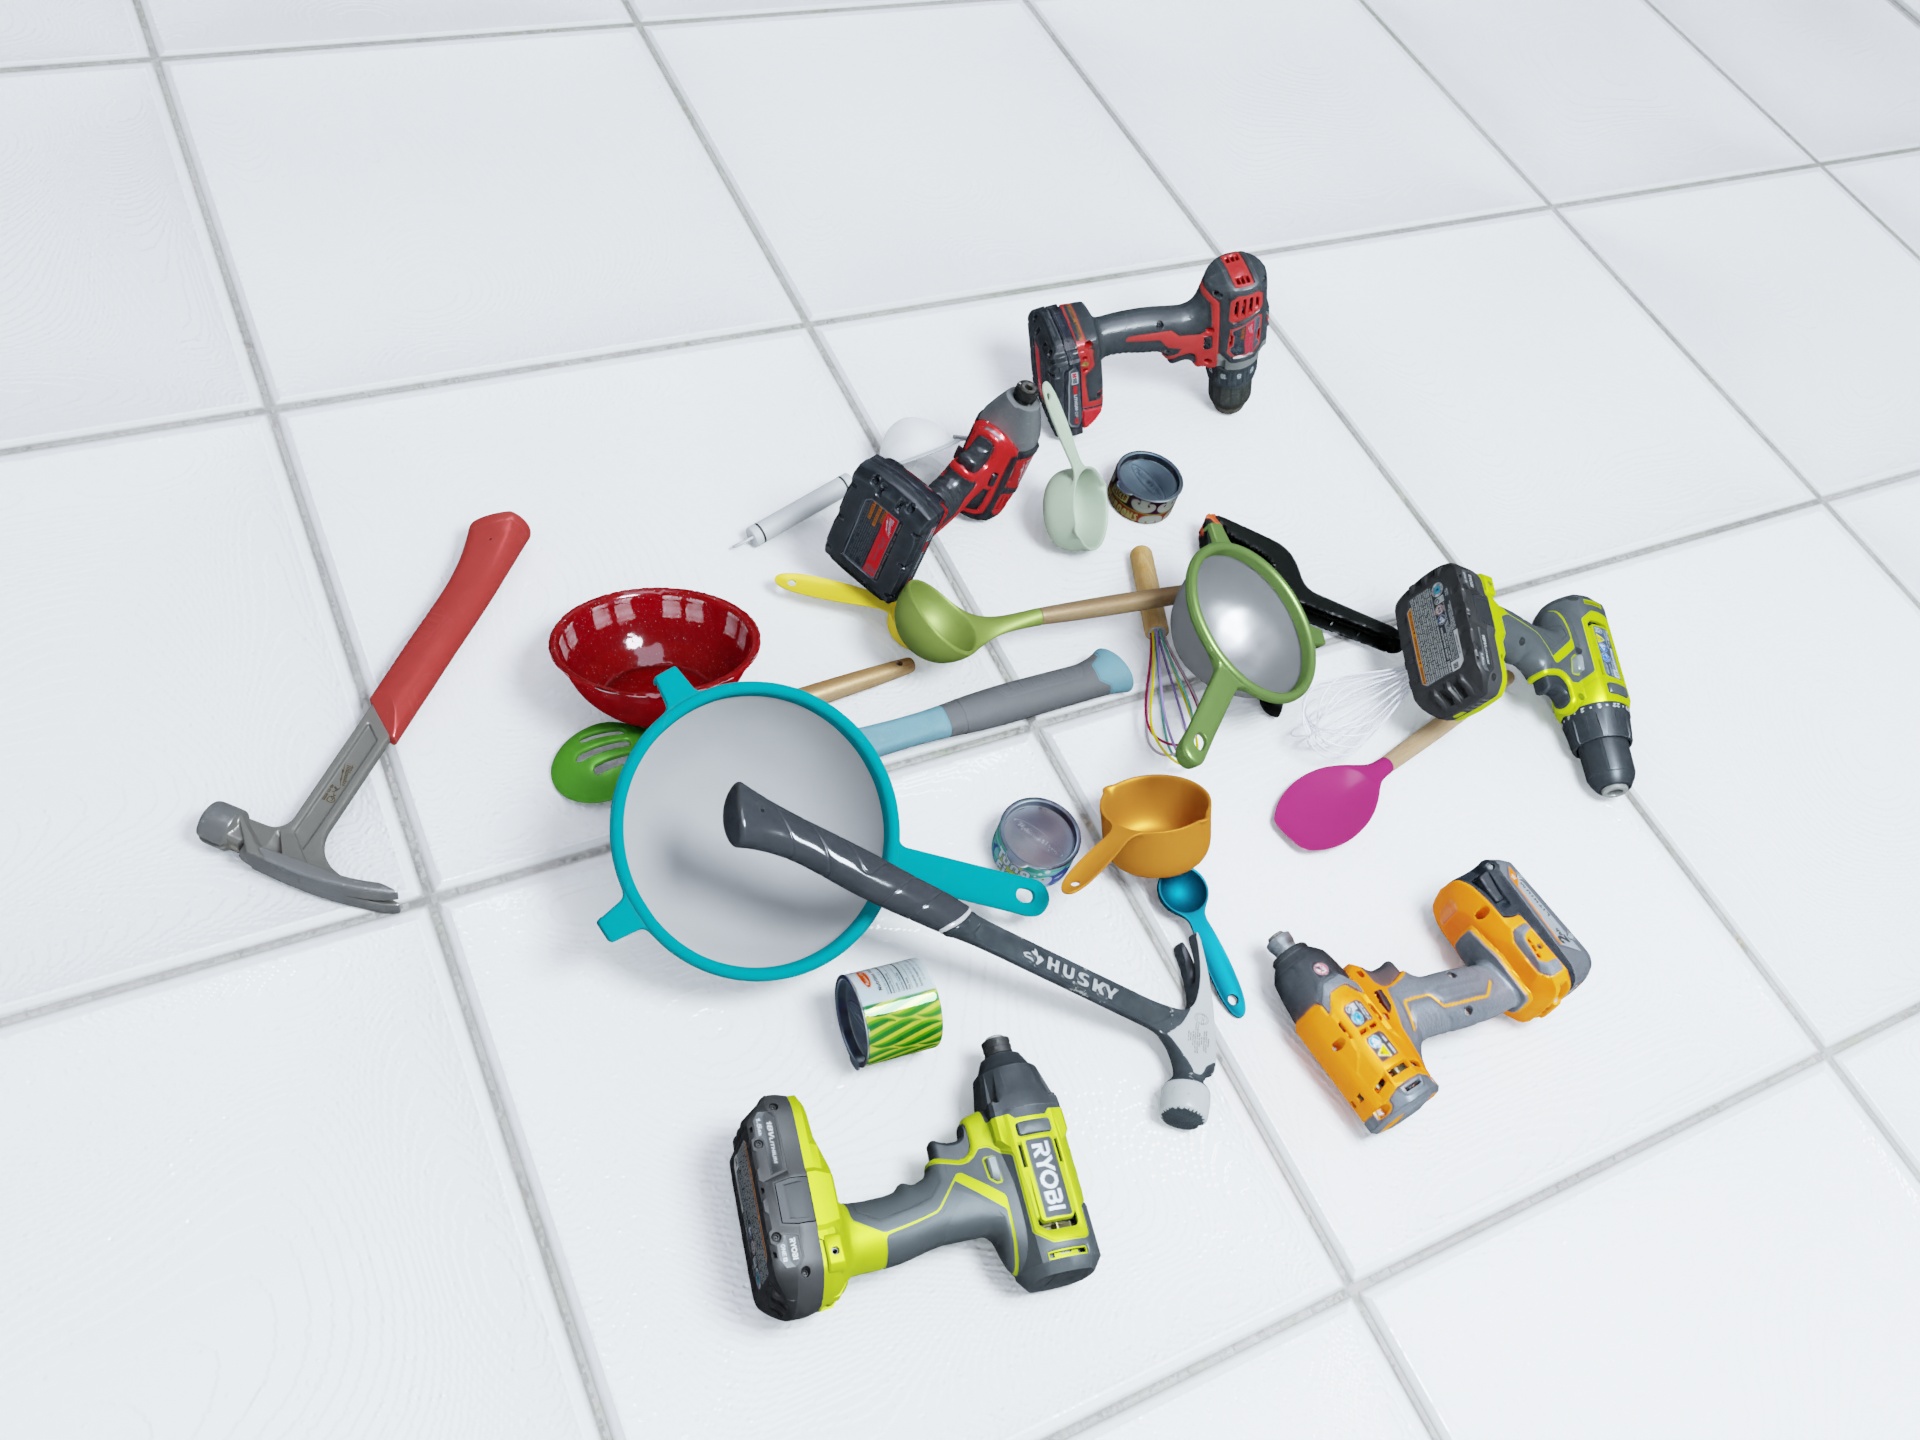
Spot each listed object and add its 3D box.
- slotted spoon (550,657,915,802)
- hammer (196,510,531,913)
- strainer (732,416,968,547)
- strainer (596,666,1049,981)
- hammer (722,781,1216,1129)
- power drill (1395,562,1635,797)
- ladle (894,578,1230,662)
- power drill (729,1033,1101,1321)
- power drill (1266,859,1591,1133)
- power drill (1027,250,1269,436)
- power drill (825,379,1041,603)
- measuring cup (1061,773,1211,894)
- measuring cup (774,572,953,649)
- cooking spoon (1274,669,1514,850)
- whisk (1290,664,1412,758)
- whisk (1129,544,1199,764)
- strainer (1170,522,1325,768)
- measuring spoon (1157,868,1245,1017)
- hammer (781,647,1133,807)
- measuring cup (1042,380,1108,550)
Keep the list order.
[{"bbox_3d":[-0.173,-0.004,1.267,0.313,0.031,0.070,-19,58,-27],"label":"slotted spoon"},{"bbox_3d":[-0.413,-0.024,1.213,0.149,0.036,0.359,21,53,1],"label":"hammer"},{"bbox_3d":[-0.096,-0.216,1.417,0.258,0.087,0.050,-33,108,-22],"label":"strainer"},{"bbox_3d":[-0.101,0.099,1.176,0.340,0.095,0.211,16,74,-23],"label":"strainer"},{"bbox_3d":[0.015,0.146,1.136,0.408,0.036,0.149,28,48,-15],"label":"hammer"},{"bbox_3d":[0.503,-0.037,1.407,0.228,0.080,0.191,14,58,-28],"label":"power drill"},{"bbox_3d":[0.094,-0.100,1.348,0.320,0.062,0.078,-10,53,-22],"label":"ladle"},{"bbox_3d":[-0.033,0.302,1.058,0.223,0.080,0.171,-3,57,-21],"label":"power drill"},{"bbox_3d":[0.354,0.196,1.229,0.226,0.084,0.164,-25,64,-24],"label":"power drill"},{"bbox_3d":[0.187,-0.347,1.536,0.226,0.187,0.080,-16,59,-3],"label":"power drill"},{"bbox_3d":[-0.009,-0.205,1.362,0.078,0.143,0.220,40,47,10],"label":"power drill"},{"bbox_3d":[0.130,0.105,1.228,0.095,0.052,0.173,16,37,34],"label":"measuring cup"},{"bbox_3d":[-0.083,-0.096,1.357,0.156,0.029,0.062,13,53,-2],"label":"measuring cup"},{"bbox_3d":[0.390,0.028,1.395,0.319,0.017,0.069,-30,62,-30],"label":"cooking spoon"},{"bbox_3d":[0.398,-0.037,1.421,0.284,0.070,0.070,-25,65,-33],"label":"whisk"},{"bbox_3d":[0.173,-0.062,1.389,0.047,0.051,0.245,0,52,-8],"label":"whisk"},{"bbox_3d":[0.209,-0.039,1.323,0.151,0.069,0.256,44,46,-13],"label":"strainer"},{"bbox_3d":[0.189,0.175,1.244,0.042,0.021,0.129,-15,69,-21],"label":"measuring spoon"},{"bbox_3d":[-0.002,-0.004,1.298,0.331,0.033,0.128,-16,71,-27],"label":"hammer"},{"bbox_3d":[0.088,-0.226,1.418,0.038,0.167,0.083,-2,39,31],"label":"measuring cup"}]
